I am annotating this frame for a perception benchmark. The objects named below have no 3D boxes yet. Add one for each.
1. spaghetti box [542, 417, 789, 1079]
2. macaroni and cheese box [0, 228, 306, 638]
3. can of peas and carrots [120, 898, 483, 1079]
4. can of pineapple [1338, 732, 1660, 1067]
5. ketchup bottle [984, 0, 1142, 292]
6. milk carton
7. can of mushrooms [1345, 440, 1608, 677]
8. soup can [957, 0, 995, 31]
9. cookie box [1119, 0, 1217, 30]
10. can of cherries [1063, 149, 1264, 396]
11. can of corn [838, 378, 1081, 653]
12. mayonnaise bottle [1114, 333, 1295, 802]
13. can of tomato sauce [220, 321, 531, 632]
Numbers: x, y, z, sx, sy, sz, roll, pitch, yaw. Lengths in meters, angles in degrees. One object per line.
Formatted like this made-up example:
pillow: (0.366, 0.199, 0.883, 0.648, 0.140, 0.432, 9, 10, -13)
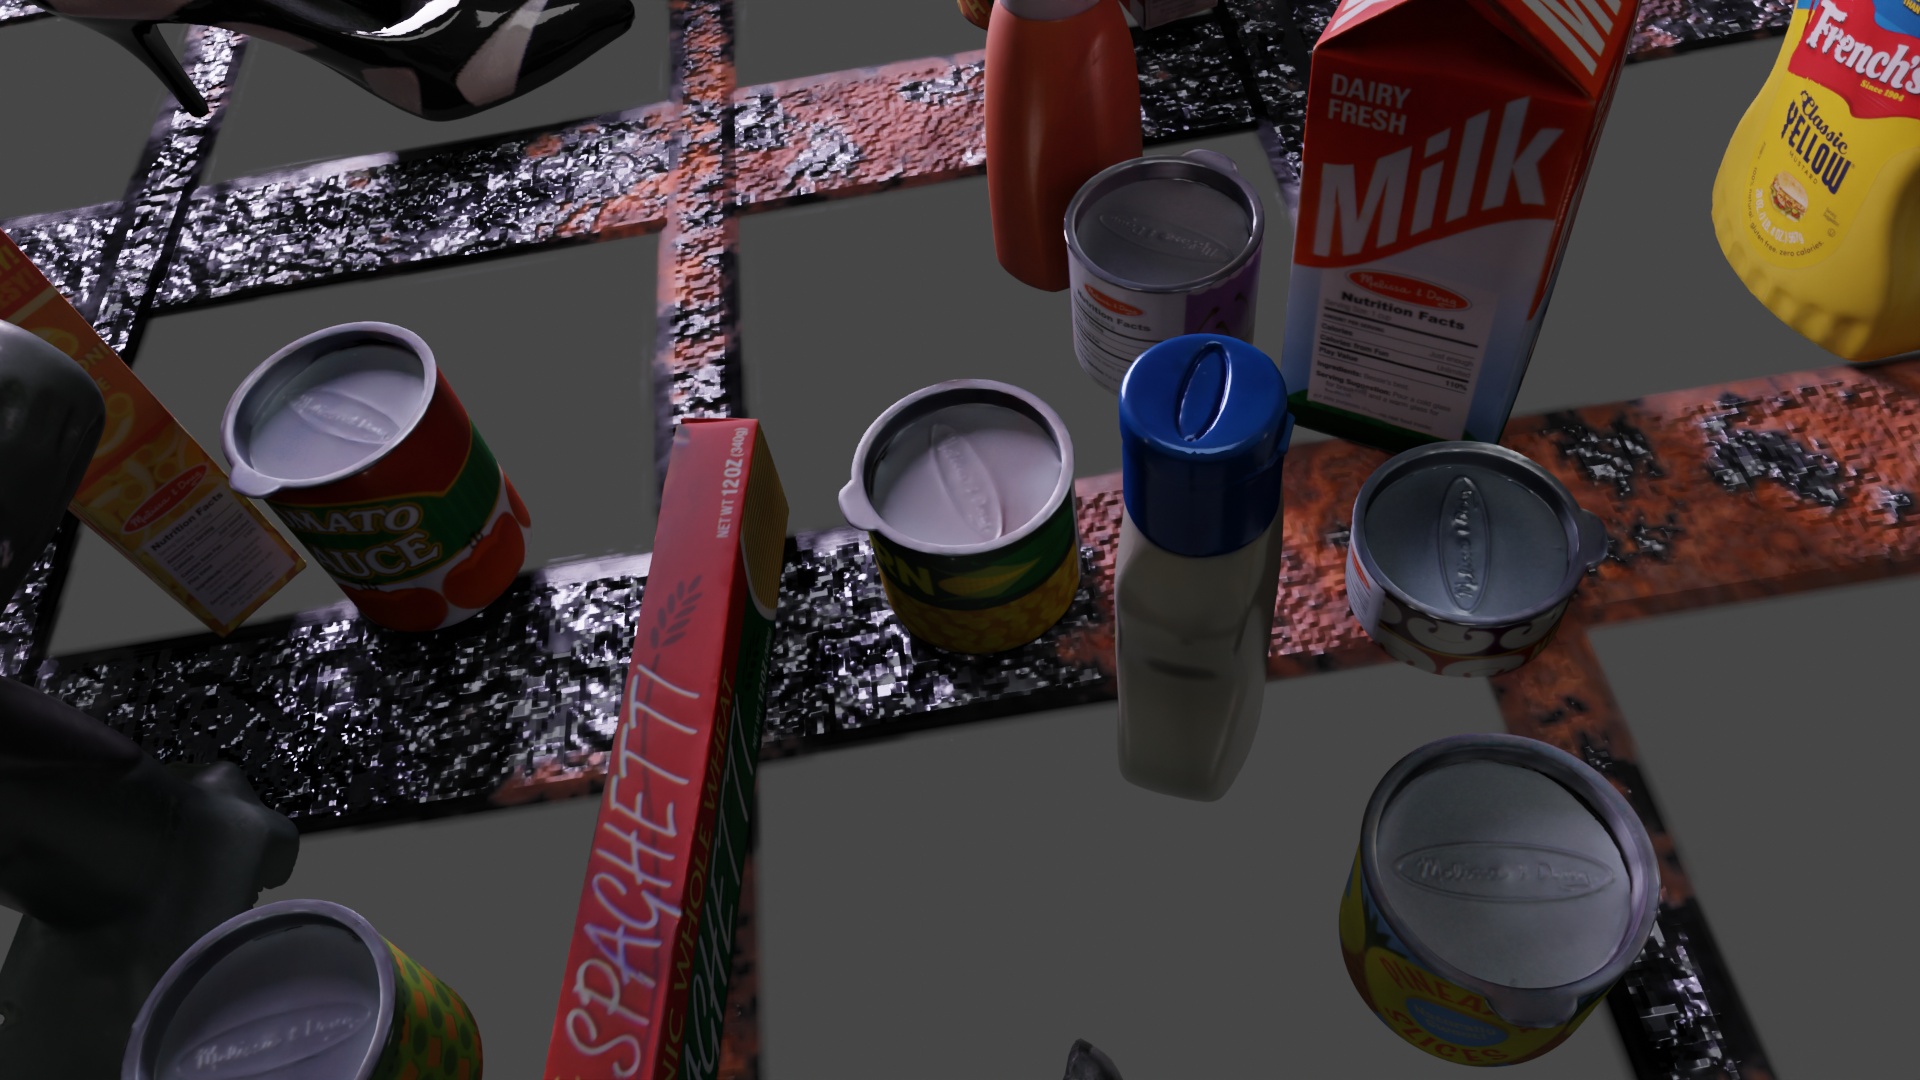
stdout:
spaghetti box: (-0.079, 0.076, 0.389, 0.029, 0.050, 0.251, -2, 54, 7)
macaroni and cheese box: (-0.299, -0.053, 0.442, 0.124, 0.165, 0.040, 29, 63, 25)
can of peas and carrots: (-0.163, 0.135, 0.353, 0.071, 0.058, 0.071, -4, 54, 6)
can of pineapple: (0.129, 0.091, 0.343, 0.071, 0.057, 0.071, -4, 54, 6)
ketchup bottle: (0.035, -0.158, 0.481, 0.043, 0.148, 0.065, 33, 65, 27)
milk carton: (0.144, -0.111, 0.405, 0.073, 0.189, 0.073, 19, 60, 21)
can of mushrooms: (0.152, 0.006, 0.416, 0.071, 0.033, 0.071, -4, 54, 6)
soup can: (0.023, -0.275, 0.607, 0.071, 0.083, 0.072, -4, 54, 6)
cookie box: (0.068, -0.324, 0.584, 0.040, 0.166, 0.123, -20, 54, -6)
can of cherries: (0.072, -0.091, 0.483, 0.071, 0.058, 0.072, -4, 54, 6)
can of corn: (0.002, -0.005, 0.431, 0.071, 0.058, 0.071, -4, 54, 6)
mayonnaise bottle: (0.060, 0.010, 0.356, 0.041, 0.147, 0.065, 11, 57, 16)
can of tomato sauce: (-0.186, -0.017, 0.451, 0.071, 0.082, 0.071, -4, 54, 6)
